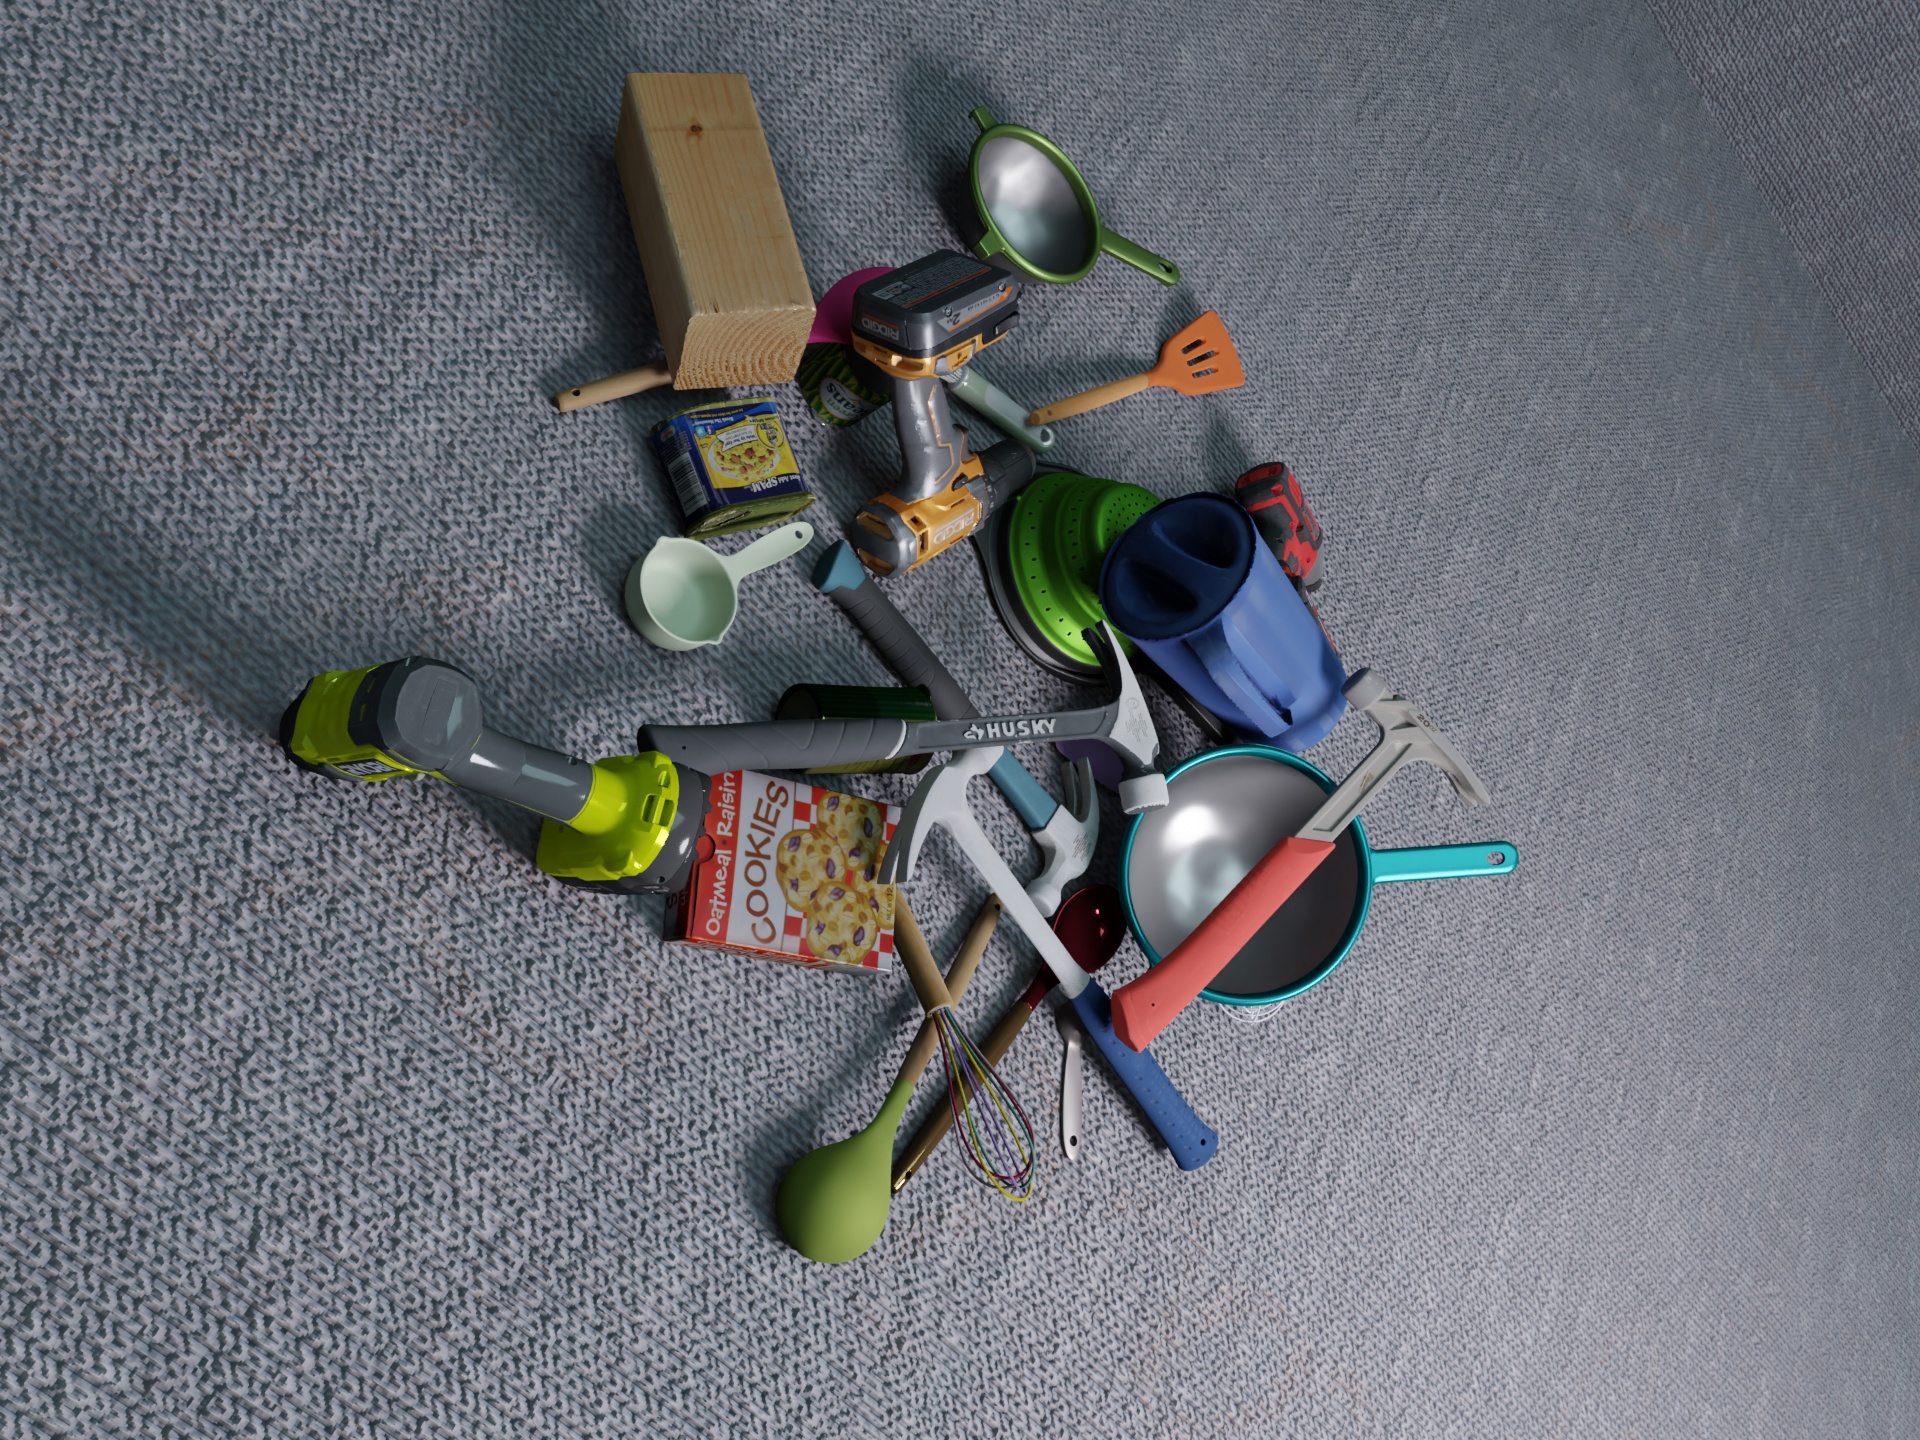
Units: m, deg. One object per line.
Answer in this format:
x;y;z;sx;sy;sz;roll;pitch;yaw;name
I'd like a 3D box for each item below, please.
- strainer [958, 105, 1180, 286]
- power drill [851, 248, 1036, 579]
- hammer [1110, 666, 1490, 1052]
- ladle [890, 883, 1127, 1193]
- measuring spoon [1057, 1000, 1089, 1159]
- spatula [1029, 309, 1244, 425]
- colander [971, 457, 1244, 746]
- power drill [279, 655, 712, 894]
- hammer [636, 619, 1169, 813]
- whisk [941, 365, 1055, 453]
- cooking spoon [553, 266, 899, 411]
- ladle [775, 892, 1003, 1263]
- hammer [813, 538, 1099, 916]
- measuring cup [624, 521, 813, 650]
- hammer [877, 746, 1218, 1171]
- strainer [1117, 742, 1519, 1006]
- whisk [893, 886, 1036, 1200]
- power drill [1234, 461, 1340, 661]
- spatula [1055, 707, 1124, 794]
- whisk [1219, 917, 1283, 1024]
0.089;-0.433;1.436;0.256;0.069;0.152;13;67;-38;strainer
-0.004;-0.239;1.223;0.185;0.084;0.226;-35;141;-37;power drill
0.255;0.128;1.247;0.359;0.036;0.149;-44;93;-14;hammer
0.037;0.238;1.214;0.315;0.031;0.069;-47;116;-37;ladle
0.093;0.282;1.253;0.034;0.018;0.124;17;67;-36;measuring spoon
0.163;-0.313;1.468;0.322;0.041;0.081;-30;97;-48;spatula
0.179;-0.085;1.388;0.396;0.094;0.205;44;53;-22;colander
-0.274;0.032;0.931;0.223;0.171;0.080;29;65;-40;power drill
-0.030;0.007;1.121;0.408;0.036;0.149;-3;76;-32;hammer
-0.007;-0.291;1.326;0.246;0.059;0.058;30;69;-36;whisk
-0.149;-0.276;1.168;0.319;0.017;0.069;-24;83;-28;cooking spoon
-0.037;0.245;1.148;0.078;0.062;0.320;43;46;-14;ladle
-0.002;-0.004;1.251;0.330;0.033;0.128;50;52;-17;hammer
-0.170;-0.105;1.137;0.167;0.038;0.083;-35;100;-43;measuring cup
0.081;0.201;1.219;0.405;0.035;0.144;55;53;-21;hammer
0.288;0.123;1.328;0.340;0.095;0.211;-3;87;-9;strainer
-0.007;0.222;1.118;0.047;0.051;0.245;-9;58;-30;whisk
0.304;-0.131;1.493;0.143;0.078;0.220;56;30;-31;power drill
0.198;0.081;1.405;0.315;0.018;0.060;35;50;-26;spatula
0.262;0.124;1.400;0.070;0.070;0.285;15;74;-36;whisk
